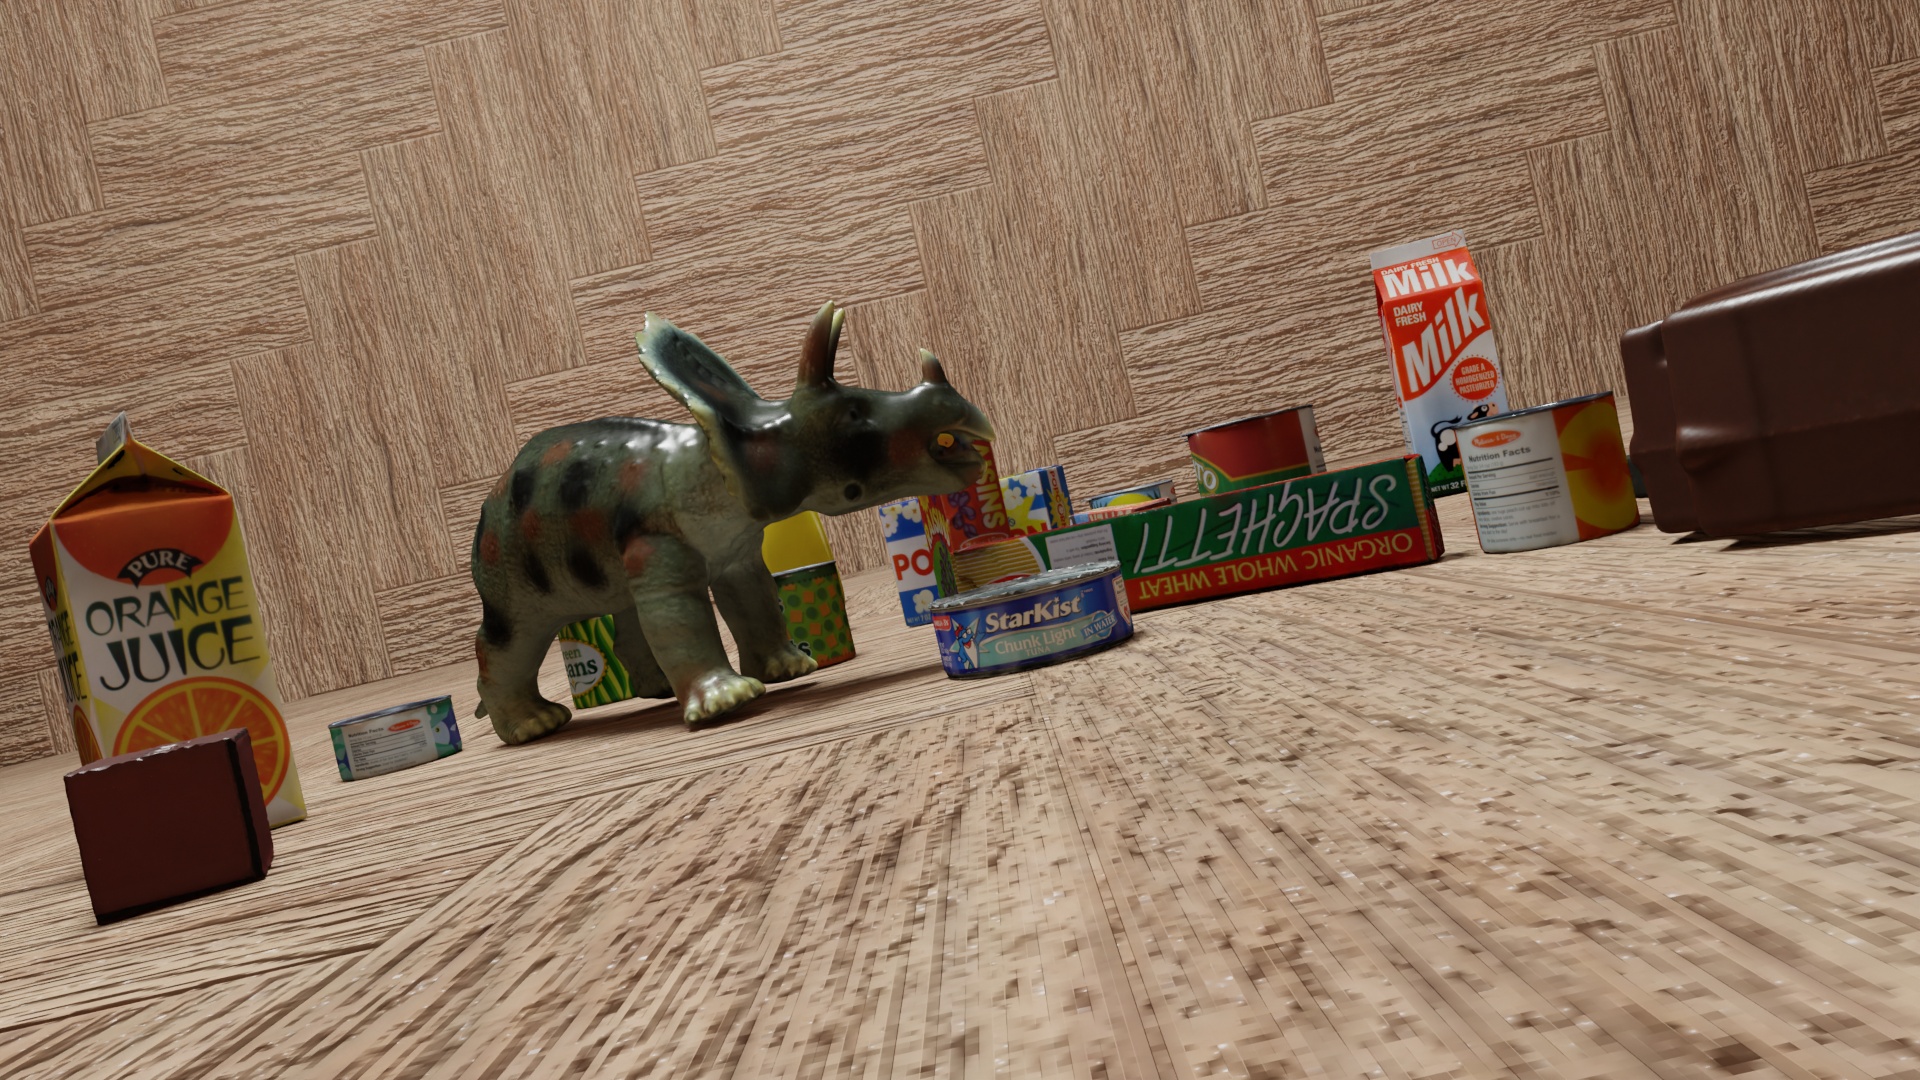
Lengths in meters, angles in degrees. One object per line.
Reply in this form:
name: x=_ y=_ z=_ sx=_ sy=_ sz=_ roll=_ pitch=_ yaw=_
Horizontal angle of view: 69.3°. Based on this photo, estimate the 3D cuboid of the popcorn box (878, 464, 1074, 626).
popcorn box: x=0.014 y=0.005 z=0.924 sx=0.126 sy=0.085 sz=0.038 roll=-12 pitch=1 yaw=29

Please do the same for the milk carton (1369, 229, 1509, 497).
milk carton: x=0.362 y=-0.132 z=1.043 sx=0.072 sy=0.190 sz=0.073 roll=-13 pitch=1 yaw=14

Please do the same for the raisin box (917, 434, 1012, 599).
raisin box: x=0.003 y=-0.011 z=0.842 sx=0.040 sy=0.123 sz=0.086 roll=-13 pitch=1 yaw=-10

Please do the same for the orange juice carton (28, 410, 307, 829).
orange juice carton: x=-0.361 y=0.042 z=0.624 sx=0.073 sy=0.192 sz=0.071 roll=-14 pitch=1 yaw=-40

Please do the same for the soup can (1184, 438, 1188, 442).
soup can: x=0.191 y=-0.035 z=0.912 sx=0.071 sy=0.083 sz=0.071 roll=-13 pitch=1 yaw=0

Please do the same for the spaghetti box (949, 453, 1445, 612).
spaghetti box: x=0.109 y=0.006 z=0.685 sx=0.249 sy=0.050 sz=0.029 roll=-12 pitch=1 yaw=32

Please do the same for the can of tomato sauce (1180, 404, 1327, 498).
can of tomato sauce: x=0.156 y=-0.022 z=0.718 sx=0.071 sy=0.083 sz=0.071 roll=-13 pitch=1 yaw=0

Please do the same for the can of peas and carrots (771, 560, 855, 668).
can of peas and carrots: x=-0.100 y=0.047 z=0.807 sx=0.071 sy=0.058 sz=0.071 roll=-13 pitch=1 yaw=0

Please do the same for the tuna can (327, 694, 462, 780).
tuna can: x=-0.318 y=0.111 z=0.784 sx=0.071 sy=0.033 sz=0.071 roll=-13 pitch=1 yaw=0

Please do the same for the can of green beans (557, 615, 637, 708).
can of green beans: x=-0.226 y=0.074 z=0.908 sx=0.071 sy=0.058 sz=0.071 roll=-13 pitch=1 yaw=0

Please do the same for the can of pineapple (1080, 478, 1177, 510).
can of pineapple: x=0.133 y=-0.011 z=1.052 sx=0.071 sy=0.058 sz=0.071 roll=-13 pitch=1 yaw=0

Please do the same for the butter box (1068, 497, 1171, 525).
butter box: x=0.093 y=0.006 z=0.774 sx=0.024 sy=0.053 sz=0.103 roll=-13 pitch=1 yaw=-15

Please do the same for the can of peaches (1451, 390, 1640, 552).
can of peaches: x=0.255 y=-0.030 z=0.601 sx=0.071 sy=0.058 sz=0.071 roll=-13 pitch=1 yaw=0

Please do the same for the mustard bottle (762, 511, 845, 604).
mustard bottle: x=-0.132 y=-0.003 z=1.042 sx=0.065 sy=0.160 sz=0.048 roll=-13 pitch=1 yaw=-25
